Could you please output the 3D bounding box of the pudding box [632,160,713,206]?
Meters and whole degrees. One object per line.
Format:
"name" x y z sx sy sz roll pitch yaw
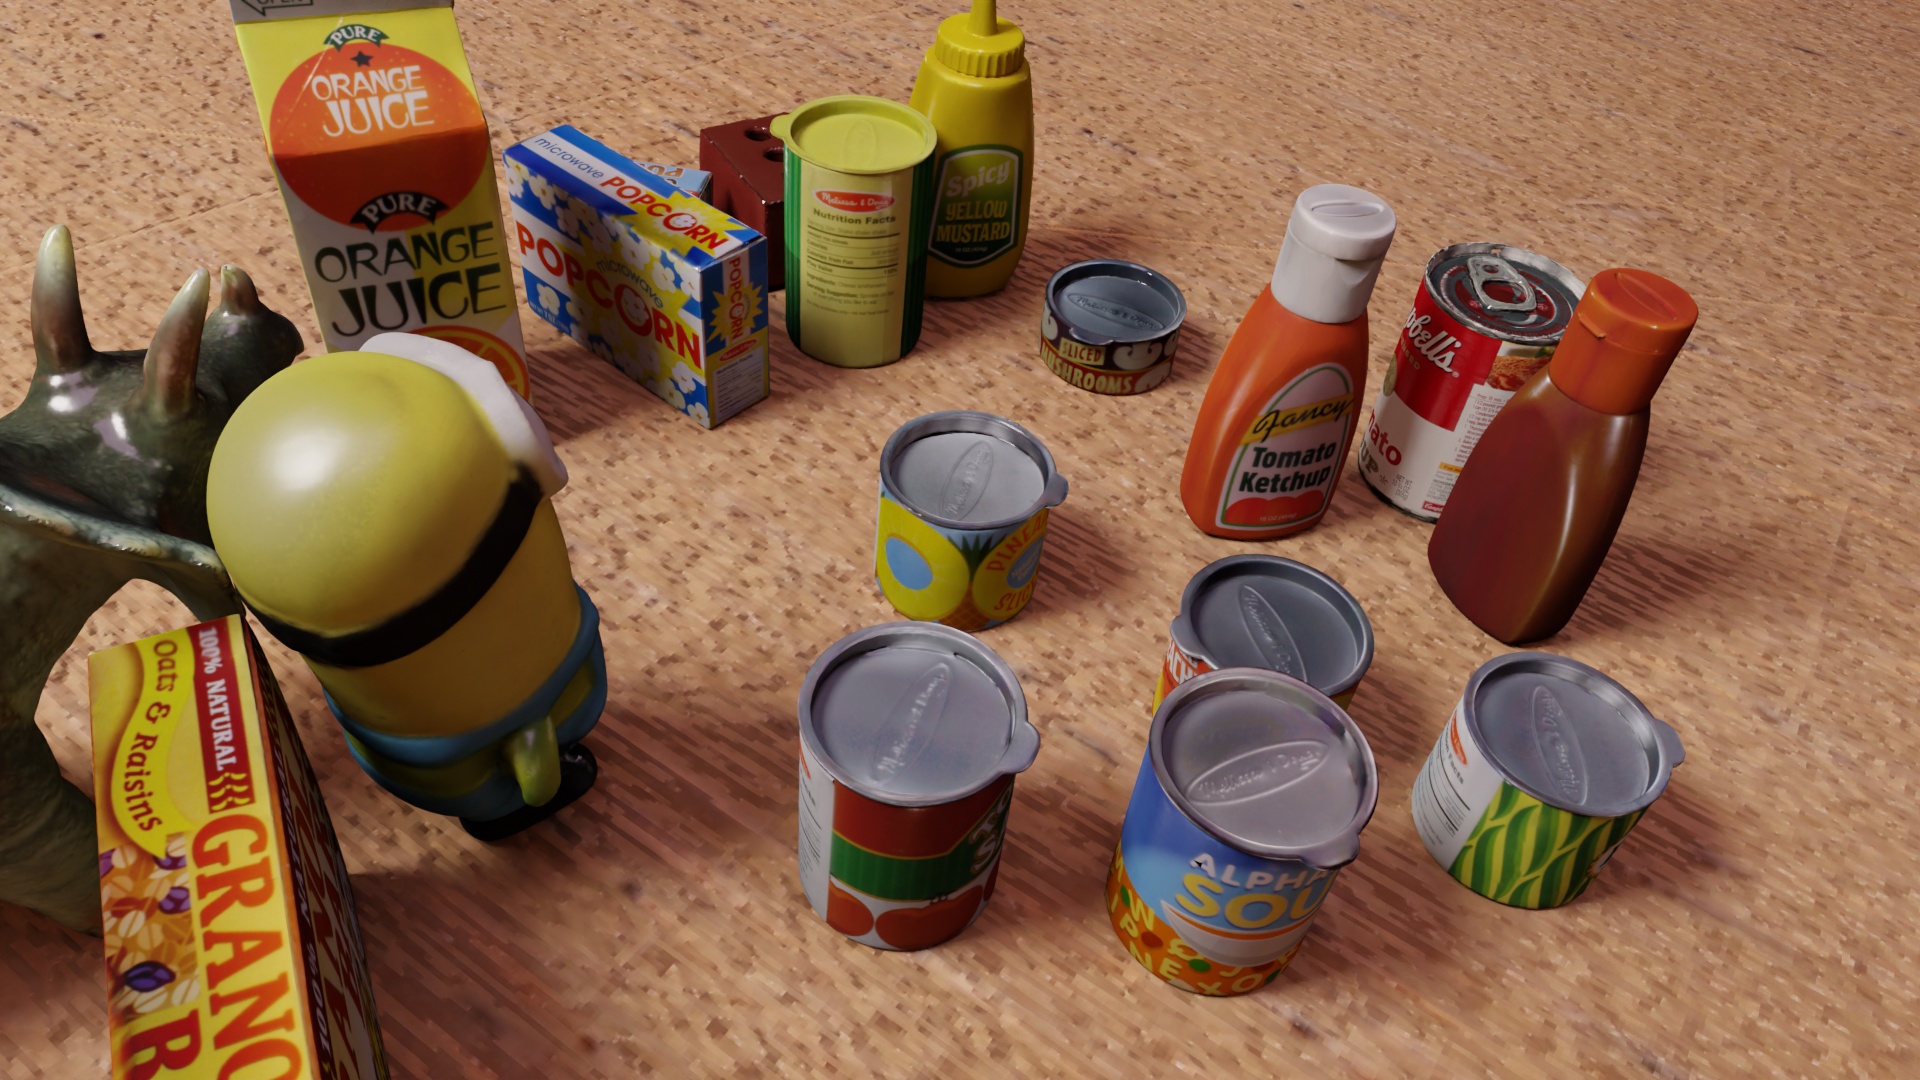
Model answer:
"pudding box" -0.163 -0.156 0.669 0.084 0.049 0.030 8 44 1

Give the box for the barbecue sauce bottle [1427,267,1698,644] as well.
"barbecue sauce bottle" 0.224 -0.030 0.520 0.044 0.147 0.065 -12 48 -18

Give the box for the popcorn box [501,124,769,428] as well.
"popcorn box" -0.141 -0.116 0.606 0.127 0.084 0.038 33 50 24

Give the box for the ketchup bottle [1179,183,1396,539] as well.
"ketchup bottle" 0.130 -0.066 0.544 0.065 0.148 0.044 -6 46 -13

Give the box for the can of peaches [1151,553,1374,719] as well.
"can of peaches" 0.102 0.048 0.489 0.071 0.057 0.071 4 45 -3

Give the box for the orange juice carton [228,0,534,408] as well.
"orange juice carton" -0.213 -0.120 0.524 0.072 0.191 0.073 -15 49 -21

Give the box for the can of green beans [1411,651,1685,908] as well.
"can of green beans" 0.193 0.081 0.468 0.071 0.057 0.071 4 45 -3

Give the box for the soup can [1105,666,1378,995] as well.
"soup can" 0.084 0.092 0.424 0.071 0.083 0.072 4 45 -3

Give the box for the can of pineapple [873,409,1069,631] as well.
"can of pineapple" 0.002 -0.007 0.532 0.071 0.057 0.071 4 45 -3

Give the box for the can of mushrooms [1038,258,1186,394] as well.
"can of mushrooms" 0.070 -0.100 0.652 0.071 0.033 0.071 4 45 -3

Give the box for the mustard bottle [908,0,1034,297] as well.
"mustard bottle" 0.004 -0.189 0.644 0.065 0.159 0.049 -8 46 -15

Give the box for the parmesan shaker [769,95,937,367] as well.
"parmesan shaker" -0.050 -0.139 0.627 0.071 0.102 0.072 4 45 -3

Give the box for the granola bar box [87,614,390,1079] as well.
"granola bar box" -0.167 0.119 0.337 0.039 0.123 0.166 -15 49 -21

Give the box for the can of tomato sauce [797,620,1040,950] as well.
"can of tomato sauce" -0.015 0.077 0.427 0.071 0.082 0.071 4 45 -3
